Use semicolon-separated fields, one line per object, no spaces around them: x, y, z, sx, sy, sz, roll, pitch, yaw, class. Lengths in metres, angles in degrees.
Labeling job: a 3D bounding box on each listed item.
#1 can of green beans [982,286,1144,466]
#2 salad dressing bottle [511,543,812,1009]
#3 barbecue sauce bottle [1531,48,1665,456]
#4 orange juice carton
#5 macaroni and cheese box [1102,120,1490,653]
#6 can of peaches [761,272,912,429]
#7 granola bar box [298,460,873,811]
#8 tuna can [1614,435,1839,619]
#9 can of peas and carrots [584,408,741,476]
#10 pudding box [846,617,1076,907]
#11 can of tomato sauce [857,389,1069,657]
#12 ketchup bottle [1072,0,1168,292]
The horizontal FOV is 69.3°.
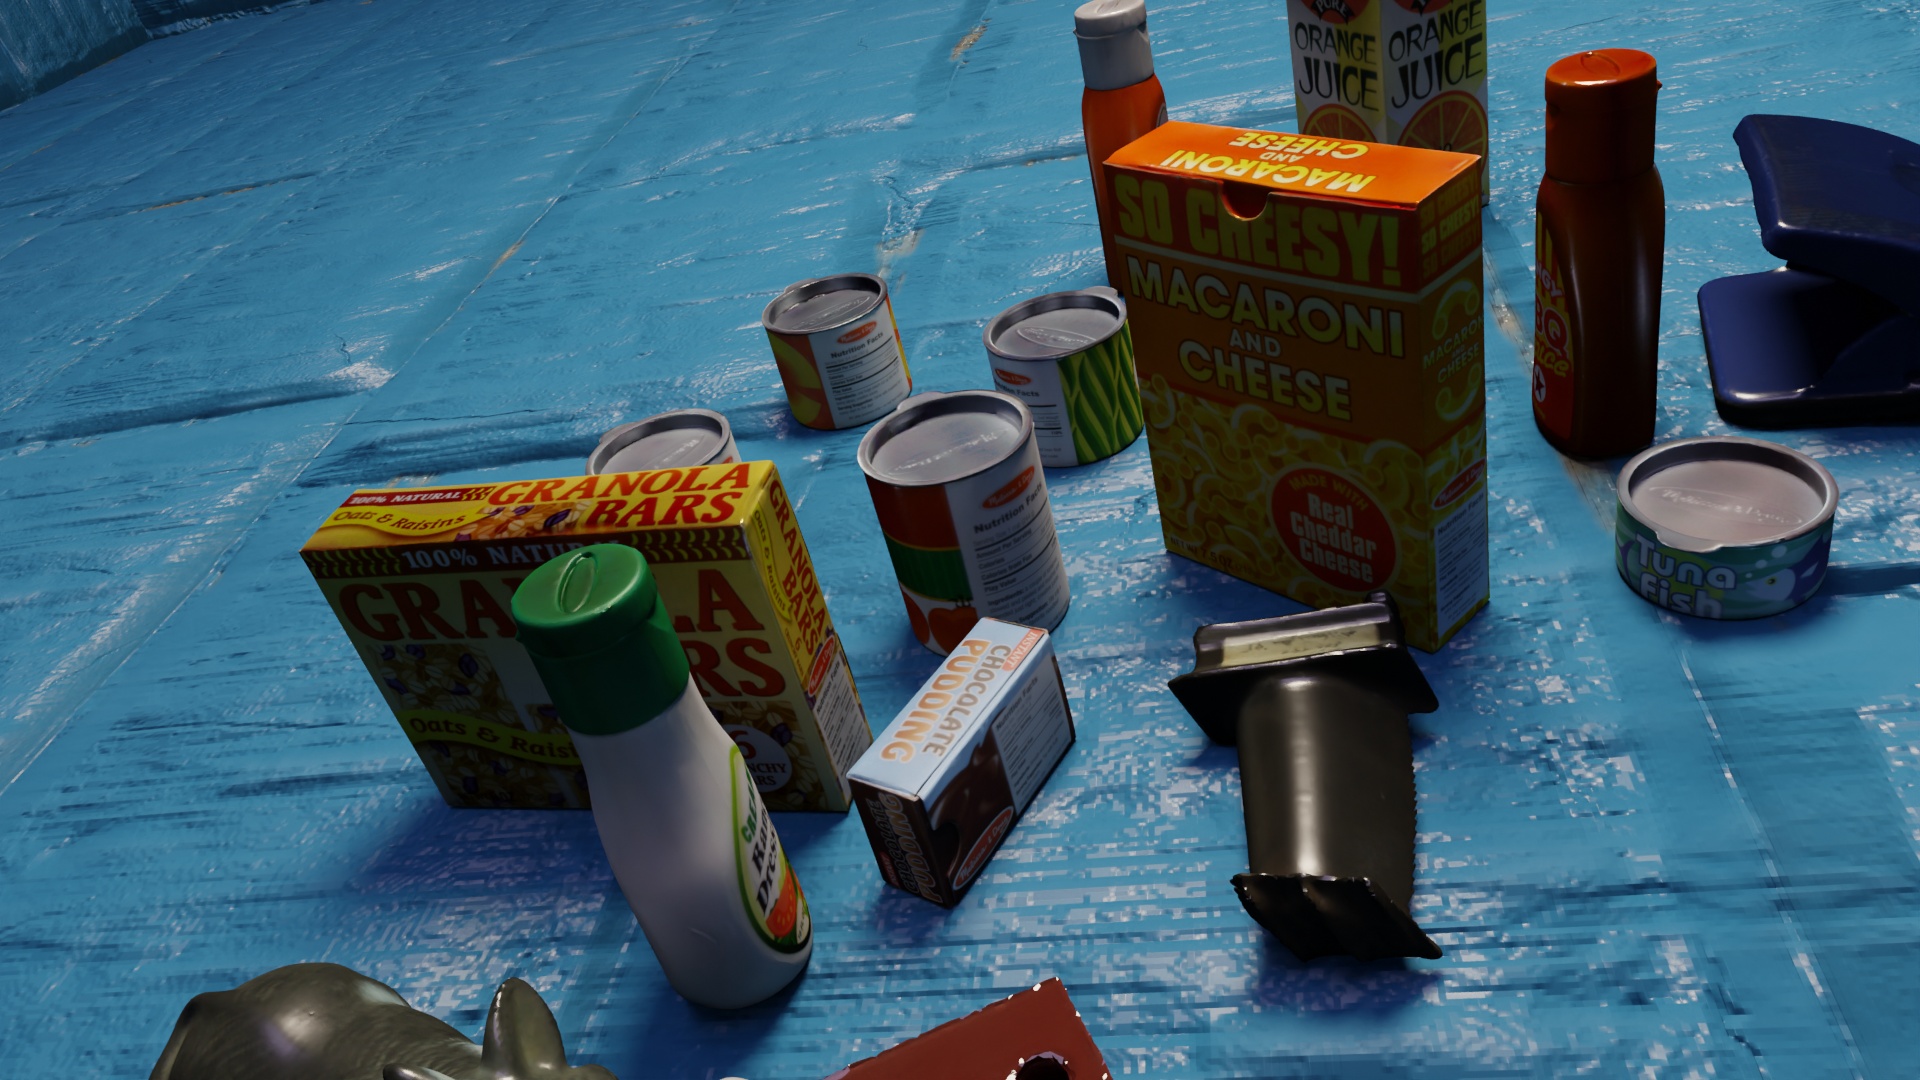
0.048;-0.075;0.639;0.071;0.057;0.071;-10;33;7;can of green beans
-0.083;0.070;0.396;0.044;0.147;0.064;-13;33;3;salad dressing bottle
0.243;-0.109;0.530;0.043;0.147;0.065;-9;34;10;barbecue sauce bottle
0.222;-0.261;0.723;0.072;0.191;0.073;-26;35;-17;orange juice carton
0.118;-0.054;0.482;0.040;0.165;0.124;-36;38;-28;macaroni and cheese box
-0.064;-0.099;0.719;0.071;0.057;0.071;-10;33;7;can of peaches
-0.125;0.037;0.483;0.165;0.123;0.039;-3;35;18;granola bar box
0.259;-0.004;0.474;0.071;0.032;0.071;-10;33;7;tuna can
-0.128;-0.018;0.625;0.071;0.058;0.071;-10;33;7;can of peas and carrots
0.003;0.070;0.452;0.030;0.049;0.084;10;41;33;pudding box
0.002;-0.007;0.534;0.071;0.082;0.071;-11;33;7;can of tomato sauce
0.090;-0.211;0.741;0.043;0.148;0.065;1;37;24;ketchup bottle
